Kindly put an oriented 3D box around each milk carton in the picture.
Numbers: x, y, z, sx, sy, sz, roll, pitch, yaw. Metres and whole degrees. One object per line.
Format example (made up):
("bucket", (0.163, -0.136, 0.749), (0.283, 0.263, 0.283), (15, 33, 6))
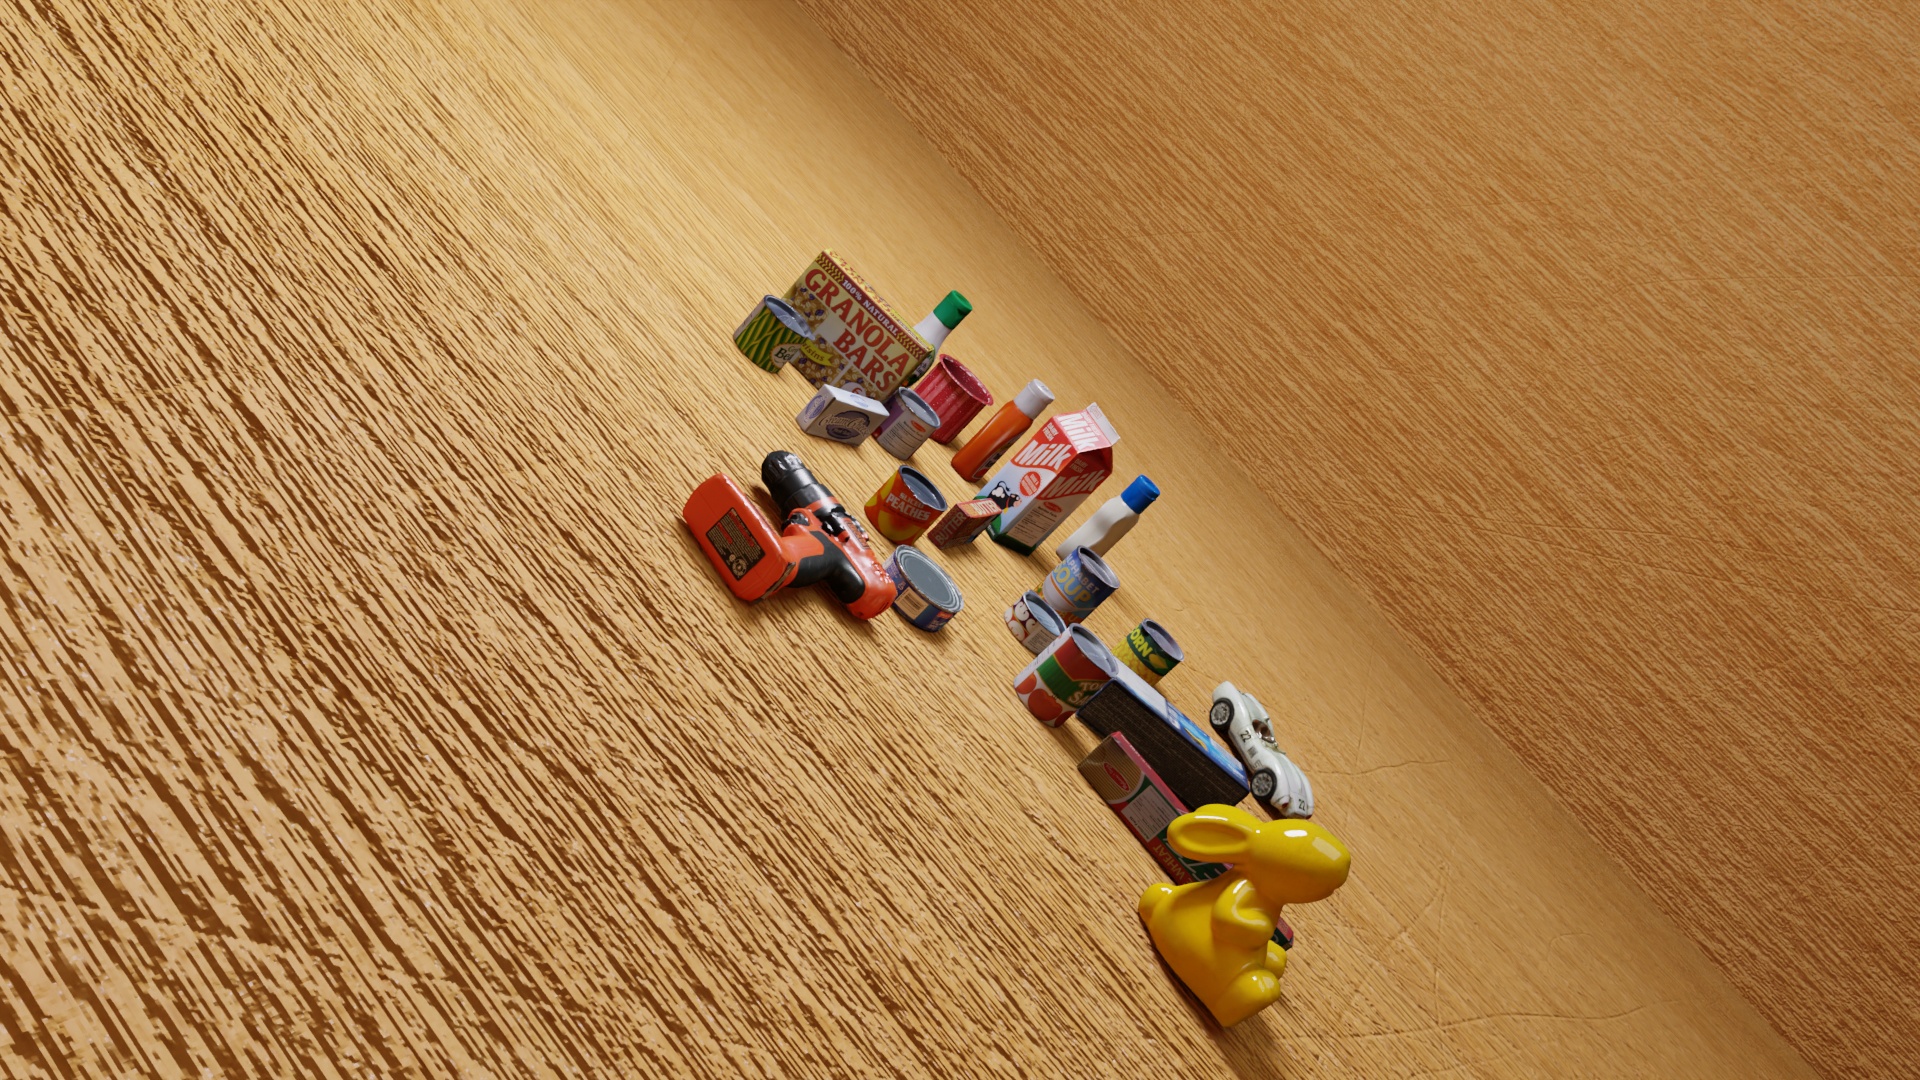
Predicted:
("milk carton", (0.109, -0.077, 1.654), (0.073, 0.190, 0.072), (25, 26, -45))

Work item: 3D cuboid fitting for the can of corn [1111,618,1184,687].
("can of corn", (0.219, 0.134, 1.642), (0.071, 0.058, 0.071), (39, 19, -16))

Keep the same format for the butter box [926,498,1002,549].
("butter box", (0.005, -0.019, 1.532), (0.024, 0.053, 0.104), (48, 19, 11))

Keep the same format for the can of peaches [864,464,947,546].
("can of peaches", (-0.057, -0.034, 1.426), (0.071, 0.058, 0.071), (39, 19, -16))

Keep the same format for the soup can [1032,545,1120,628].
("soup can", (0.127, 0.057, 1.575), (0.071, 0.083, 0.071), (39, 19, -16))

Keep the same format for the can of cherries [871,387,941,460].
("can of cherries", (-0.066, -0.137, 1.625), (0.071, 0.058, 0.072), (39, 19, -16))

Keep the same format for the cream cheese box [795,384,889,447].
("cream cheese box", (-0.127, -0.133, 1.499), (0.024, 0.053, 0.104), (53, 20, 24))

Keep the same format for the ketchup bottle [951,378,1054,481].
("ketchup bottle", (0.054, -0.138, 1.737), (0.043, 0.148, 0.065), (47, 18, 7))

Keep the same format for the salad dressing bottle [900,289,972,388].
("salad dressing bottle", (-0.046, -0.257, 1.782), (0.064, 0.147, 0.044), (28, 24, -41))

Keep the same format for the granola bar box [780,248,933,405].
("granola bar box", (-0.132, -0.231, 1.584), (0.165, 0.124, 0.039), (44, 18, -1))

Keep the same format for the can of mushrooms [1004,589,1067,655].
("can of mushrooms", (0.080, 0.088, 1.490), (0.071, 0.033, 0.071), (39, 19, -16))

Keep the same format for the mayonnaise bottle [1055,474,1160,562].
("mayonnaise bottle", (0.191, -0.022, 1.775), (0.065, 0.147, 0.041), (15, 34, -57))

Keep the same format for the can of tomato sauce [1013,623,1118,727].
("can of tomato sauce", (0.104, 0.134, 1.364), (0.071, 0.083, 0.071), (39, 19, -16))

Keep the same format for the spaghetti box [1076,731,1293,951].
("spaghetti box", (0.210, 0.290, 1.304), (0.250, 0.050, 0.029), (49, 19, 13))

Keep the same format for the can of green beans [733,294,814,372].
("can of green beans", (-0.207, -0.226, 1.523), (0.071, 0.057, 0.071), (39, 19, -16))
